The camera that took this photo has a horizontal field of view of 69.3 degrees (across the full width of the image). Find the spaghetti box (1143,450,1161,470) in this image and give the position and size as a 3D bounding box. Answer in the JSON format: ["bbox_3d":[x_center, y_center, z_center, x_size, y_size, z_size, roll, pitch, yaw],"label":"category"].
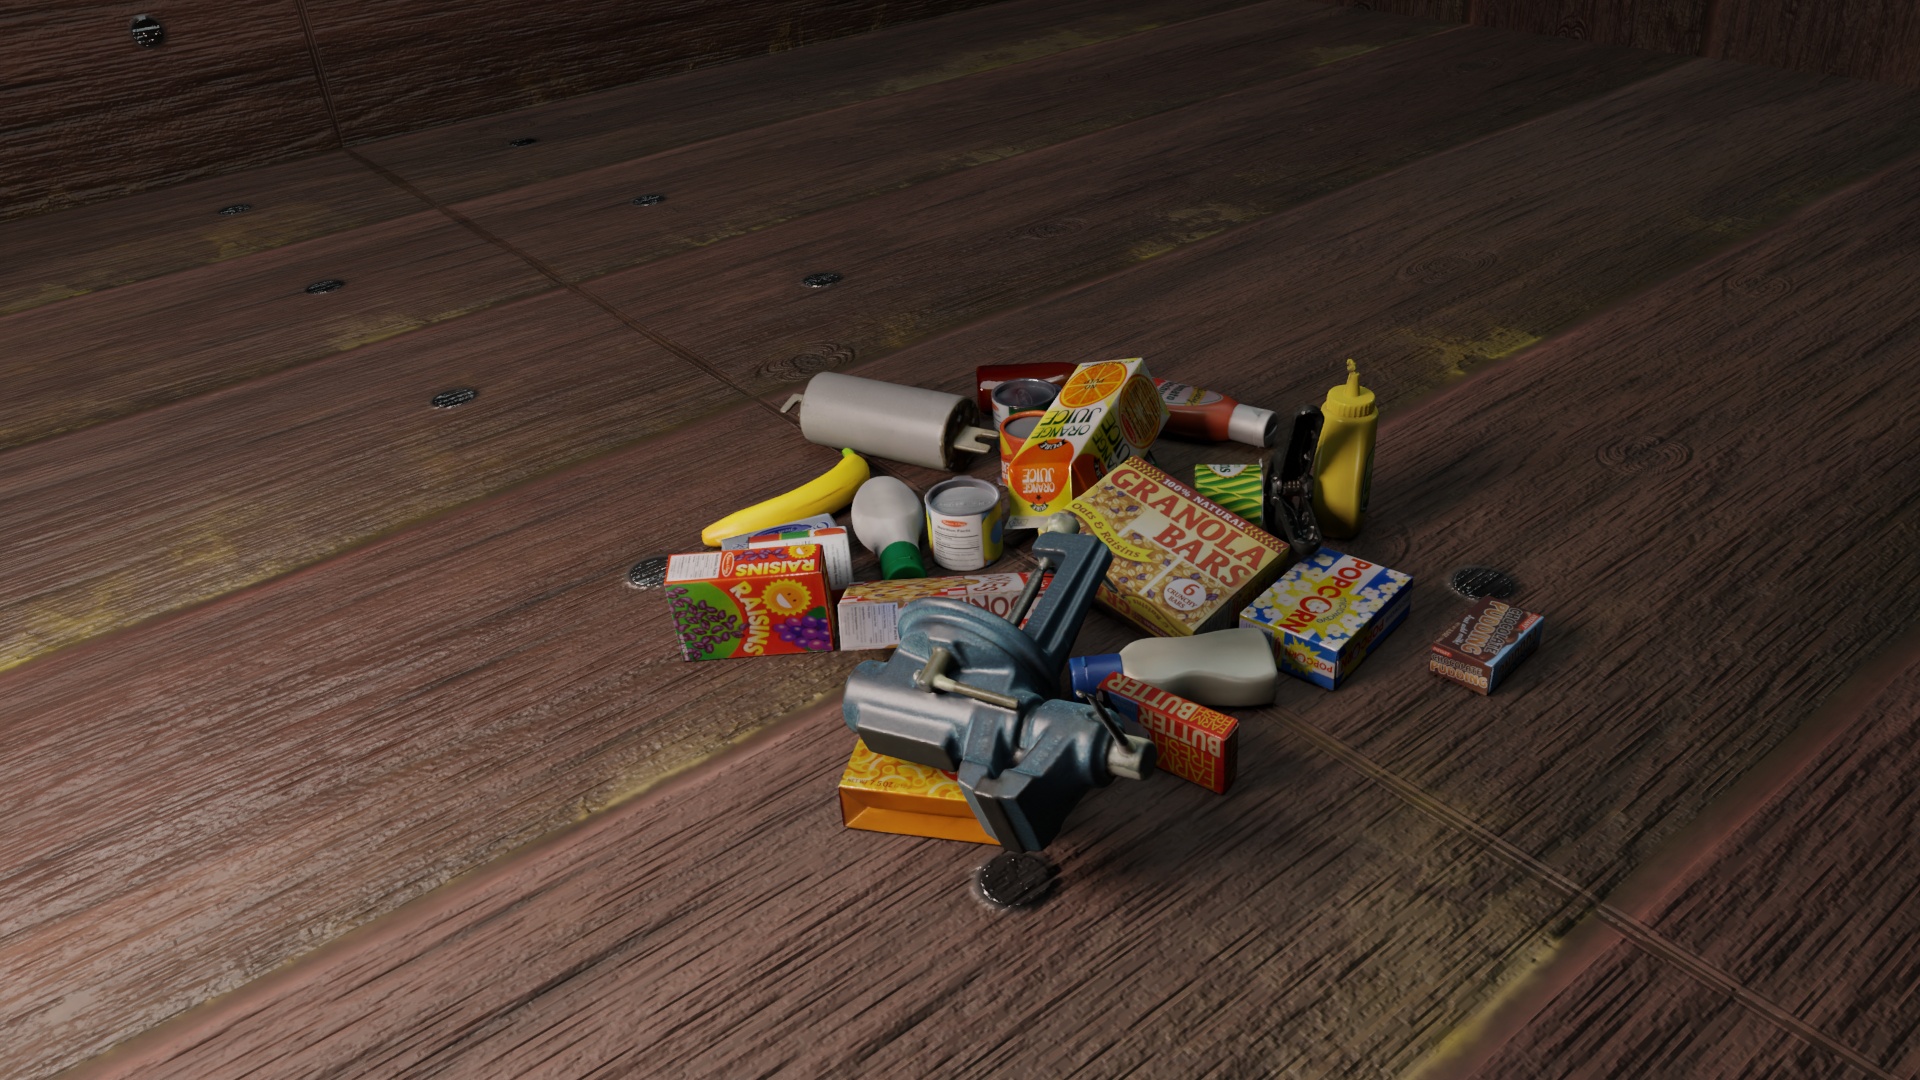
[{"bbox_3d":[0.164,-0.044,1.275,0.050,0.028,0.251,-7,31,-5],"label":"spaghetti box"}]

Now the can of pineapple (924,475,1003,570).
[{"bbox_3d":[0.004,-0.015,1.219,0.071,0.057,0.071,-3,31,2],"label":"can of pineapple"}]

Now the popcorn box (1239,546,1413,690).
[{"bbox_3d":[0.286,0.057,1.086,0.085,0.038,0.127,22,40,36],"label":"popcorn box"}]

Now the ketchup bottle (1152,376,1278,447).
[{"bbox_3d":[0.241,-0.126,1.387,0.149,0.043,0.065,18,37,30],"label":"ketchup bottle"}]

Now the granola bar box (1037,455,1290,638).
[{"bbox_3d":[0.164,0.009,1.134,0.166,0.038,0.125,34,56,31],"label":"granola bar box"}]

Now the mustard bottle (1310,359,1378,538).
[{"bbox_3d":[0.331,-0.081,1.191,0.049,0.159,0.066,10,35,20],"label":"mustard bottle"}]

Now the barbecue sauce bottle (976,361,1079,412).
[{"bbox_3d":[0.092,-0.164,1.467,0.149,0.043,0.065,-3,31,0],"label":"barbecue sauce bottle"}]

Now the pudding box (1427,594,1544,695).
[{"bbox_3d":[0.397,0.078,1.047,0.084,0.030,0.050,-30,40,-35],"label":"pudding box"}]

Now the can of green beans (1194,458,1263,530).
[{"bbox_3d":[0.234,-0.034,1.215,0.058,0.071,0.071,1,32,9],"label":"can of green beans"}]

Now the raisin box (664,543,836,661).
[{"bbox_3d":[-0.165,0.050,1.105,0.123,0.085,0.040,-4,37,1],"label":"raisin box"}]

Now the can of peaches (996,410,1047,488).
[{"bbox_3d":[0.069,-0.085,1.325,0.071,0.057,0.071,-3,31,2],"label":"can of peaches"}]

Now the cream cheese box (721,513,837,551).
[{"bbox_3d":[-0.156,0.008,1.232,0.104,0.024,0.053,-14,33,-16],"label":"cream cheese box"}]

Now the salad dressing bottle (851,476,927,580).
[{"bbox_3d":[-0.059,-0.003,1.222,0.064,0.043,0.148,-7,32,-8],"label":"salad dressing bottle"}]

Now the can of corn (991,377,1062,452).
[{"bbox_3d":[0.068,-0.123,1.387,0.071,0.058,0.071,-3,31,2],"label":"can of corn"}]

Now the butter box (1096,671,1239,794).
[{"bbox_3d":[0.143,0.133,0.965,0.103,0.052,0.024,20,40,34],"label":"butter box"}]

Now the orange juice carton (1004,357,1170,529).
[{"bbox_3d":[0.110,-0.077,1.254,0.072,0.072,0.194,0,43,42],"label":"orange juice carton"}]

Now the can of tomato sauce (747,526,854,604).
[{"bbox_3d":[-0.133,0.025,1.164,0.083,0.070,0.071,-7,31,-6],"label":"can of tomato sauce"}]

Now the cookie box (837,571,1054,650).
[{"bbox_3d":[-0.006,0.052,1.078,0.167,0.040,0.123,-3,5,-1],"label":"cookie box"}]

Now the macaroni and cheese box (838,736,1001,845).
[{"bbox_3d":[-0.003,0.139,0.985,0.124,0.040,0.167,4,33,12],"label":"macaroni and cheese box"}]

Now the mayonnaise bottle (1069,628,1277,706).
[{"bbox_3d":[0.156,0.099,1.033,0.148,0.041,0.065,-5,34,0],"label":"mayonnaise bottle"}]
